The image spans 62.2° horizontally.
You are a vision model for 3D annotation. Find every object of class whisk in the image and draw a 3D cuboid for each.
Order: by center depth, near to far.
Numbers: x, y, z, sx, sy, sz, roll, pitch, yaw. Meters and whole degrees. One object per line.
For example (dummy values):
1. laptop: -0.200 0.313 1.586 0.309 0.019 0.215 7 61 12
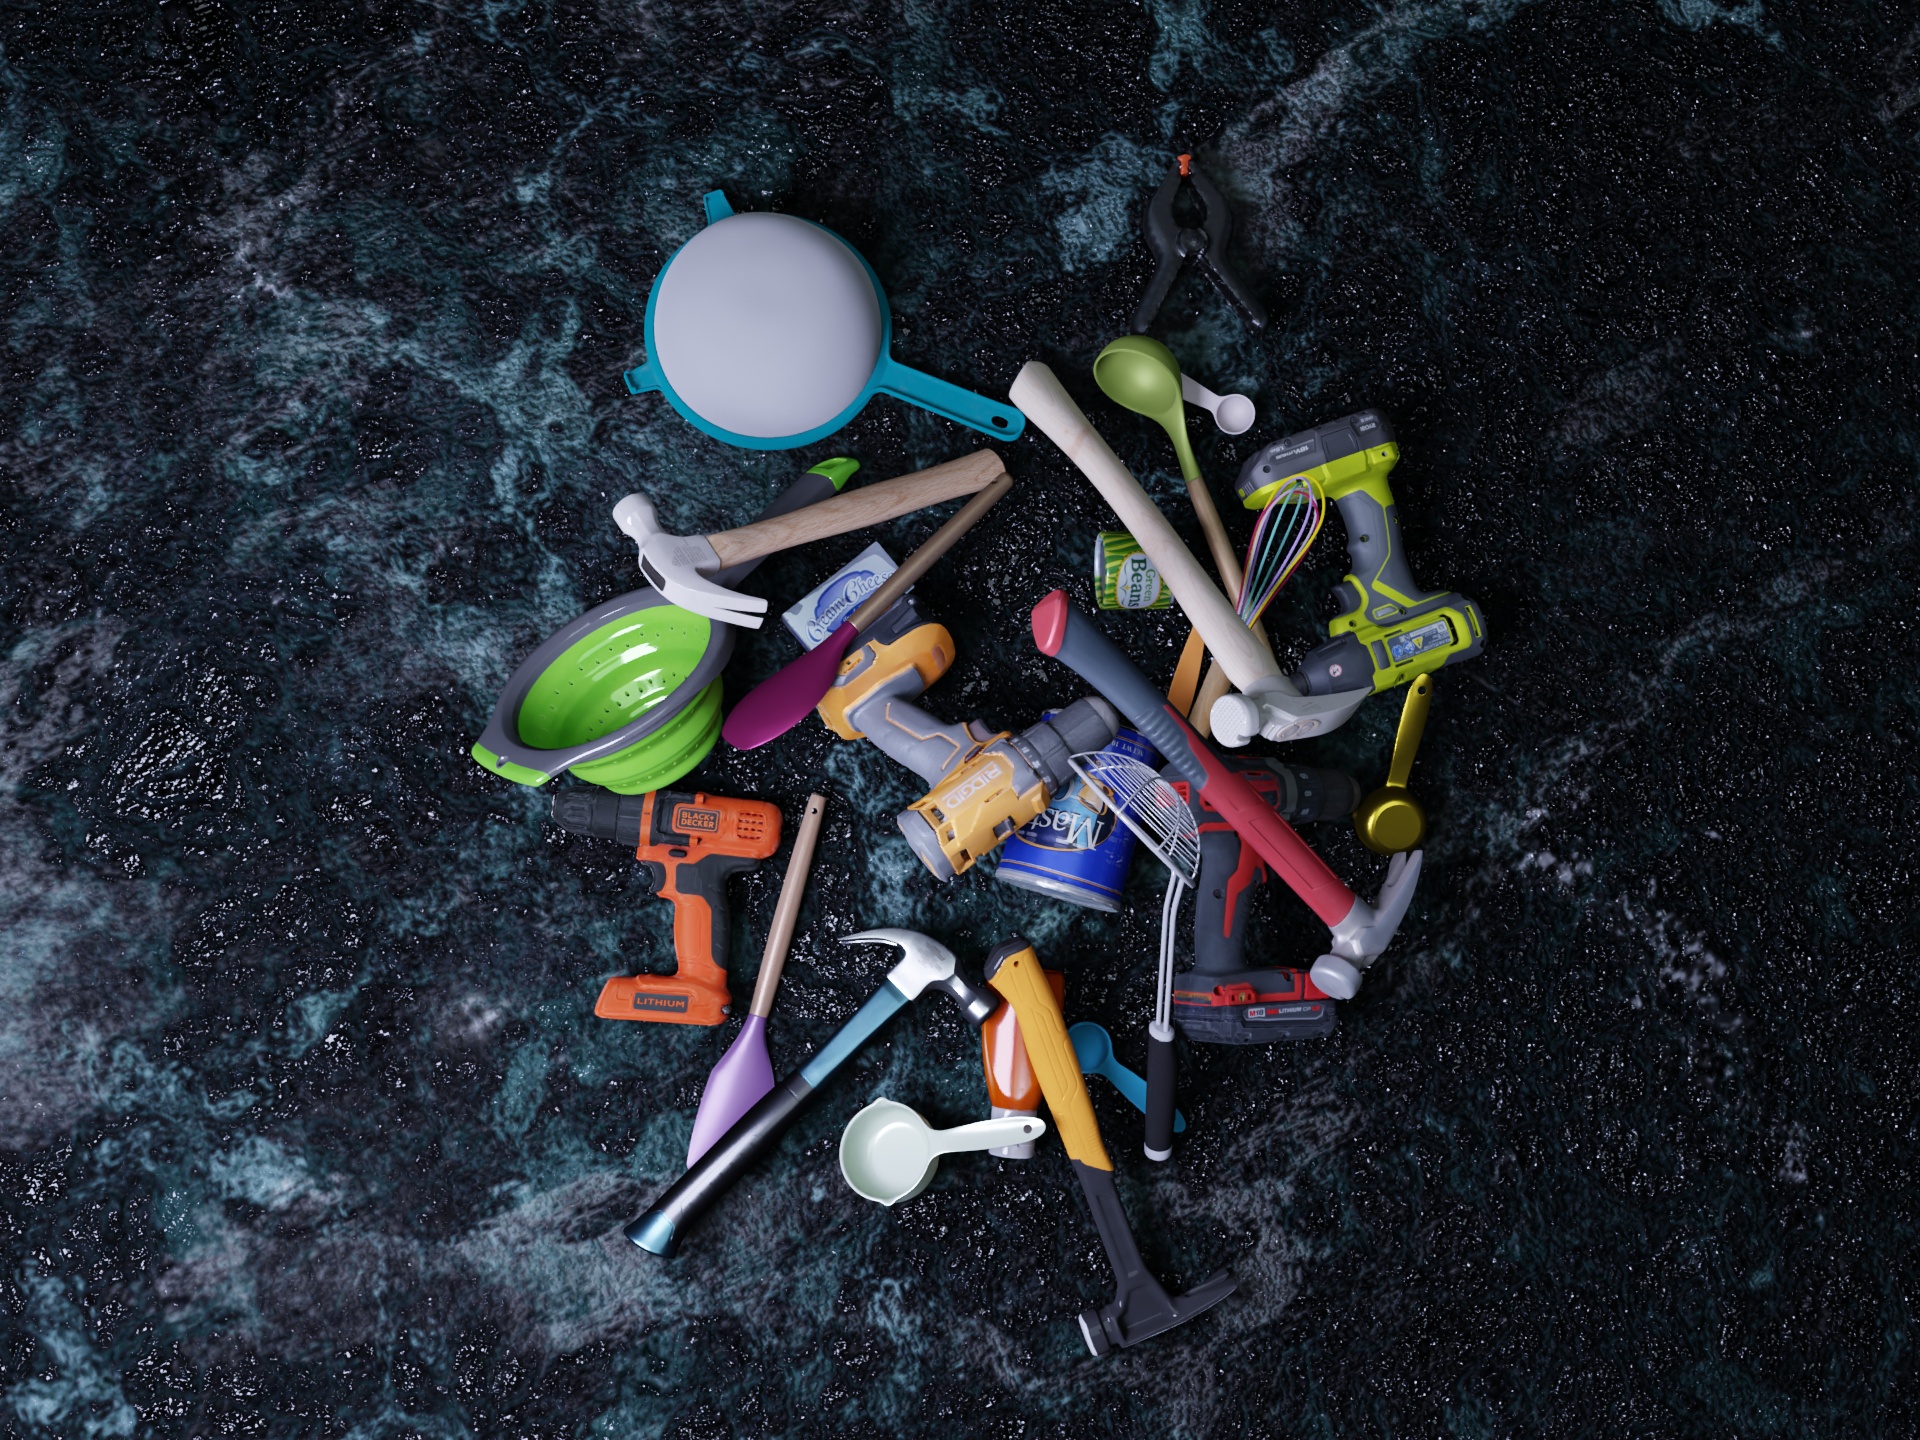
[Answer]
1. whisk: 0.236 -0.085 1.297 0.047 0.051 0.245 24 106 9

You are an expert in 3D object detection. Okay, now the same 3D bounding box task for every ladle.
1. ladle: 0.198 -0.175 1.344 0.062 0.078 0.320 -21 89 -29

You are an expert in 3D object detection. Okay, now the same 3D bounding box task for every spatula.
1. spatula: -0.154 0.214 1.285 0.059 0.018 0.316 15 83 -7

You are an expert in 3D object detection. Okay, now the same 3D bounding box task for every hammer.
1. hammer: 0.203 0.035 1.212 0.386 0.038 0.143 45 62 -14
2. hammer: 0.103 0.323 1.244 0.127 0.034 0.337 -22 97 -5
3. hammer: -0.129 0.294 1.246 0.331 0.033 0.128 -44 75 -8
4. hammer: -0.099 -0.161 1.265 0.331 0.031 0.130 -22 65 -31
5. hammer: 0.163 -0.146 1.268 0.146 0.038 0.411 -8 53 -35

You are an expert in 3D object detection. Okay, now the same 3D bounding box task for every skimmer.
1. skimmer: 0.128 0.190 1.201 0.090 0.127 0.363 -10 117 -18

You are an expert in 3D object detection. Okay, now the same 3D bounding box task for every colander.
1. colander: -0.204 -0.064 1.283 0.397 0.205 0.094 -47 130 -24

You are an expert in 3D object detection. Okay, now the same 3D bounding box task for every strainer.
1. strainer: -0.103 -0.316 1.322 0.340 0.095 0.211 22 81 1

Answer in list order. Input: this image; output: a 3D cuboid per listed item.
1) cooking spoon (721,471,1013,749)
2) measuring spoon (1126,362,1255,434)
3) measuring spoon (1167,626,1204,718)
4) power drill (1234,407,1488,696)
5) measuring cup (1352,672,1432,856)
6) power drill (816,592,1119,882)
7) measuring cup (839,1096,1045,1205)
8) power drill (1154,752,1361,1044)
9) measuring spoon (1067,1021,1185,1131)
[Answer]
1. cooking spoon: -0.069 -0.092 1.263 0.319 0.017 0.069 -45 43 -16
2. measuring spoon: 0.199 -0.286 1.380 0.124 0.018 0.034 30 98 7
3. measuring spoon: 0.192 -0.042 1.348 0.021 0.011 0.117 16 85 -2
4. power drill: 0.323 -0.133 1.336 0.171 0.080 0.223 -20 87 -6
5. measuring cup: 0.369 0.038 1.313 0.062 0.029 0.156 10 101 -4
6. power drill: -0.002 -0.004 1.244 0.185 0.084 0.226 -36 54 -7
7. measuring cup: -0.011 0.332 1.244 0.167 0.038 0.083 -12 65 13
8. power drill: 0.248 0.139 1.280 0.187 0.080 0.227 1 83 -28
9. measuring spoon: 0.133 0.292 1.297 0.128 0.021 0.042 41 89 -7
